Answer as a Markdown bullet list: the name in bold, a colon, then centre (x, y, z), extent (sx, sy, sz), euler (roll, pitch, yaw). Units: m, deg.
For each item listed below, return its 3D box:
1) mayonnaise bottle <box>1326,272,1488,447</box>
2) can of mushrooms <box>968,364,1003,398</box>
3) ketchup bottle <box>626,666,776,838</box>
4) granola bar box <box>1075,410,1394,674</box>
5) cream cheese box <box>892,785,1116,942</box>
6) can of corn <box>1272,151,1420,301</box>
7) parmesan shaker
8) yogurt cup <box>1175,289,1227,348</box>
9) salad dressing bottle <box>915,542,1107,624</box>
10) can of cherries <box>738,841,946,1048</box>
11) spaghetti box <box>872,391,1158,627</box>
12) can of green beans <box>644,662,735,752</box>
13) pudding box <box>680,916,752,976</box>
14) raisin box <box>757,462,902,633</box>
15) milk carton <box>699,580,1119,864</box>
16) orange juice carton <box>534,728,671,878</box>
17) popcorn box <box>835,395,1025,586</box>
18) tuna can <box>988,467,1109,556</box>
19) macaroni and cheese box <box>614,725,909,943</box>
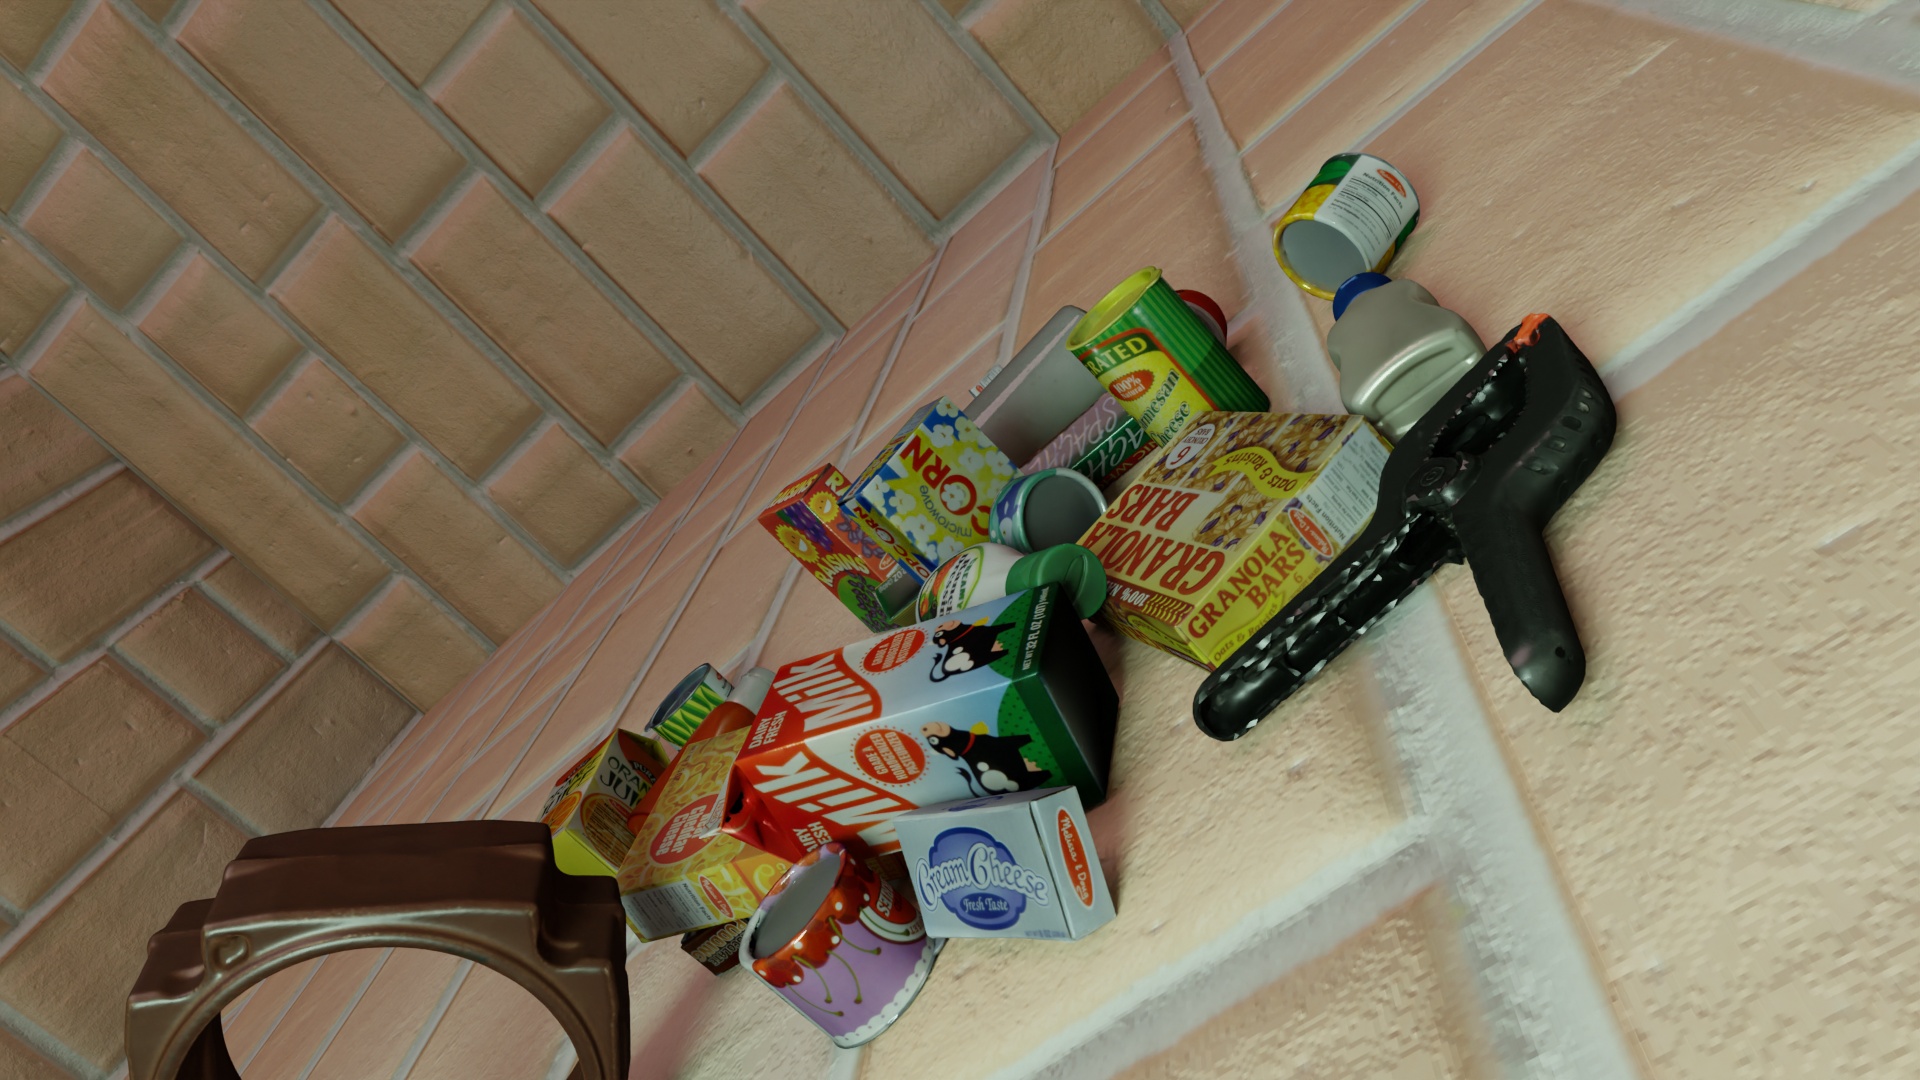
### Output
- **mayonnaise bottle**: centre (0.209, -0.095, 0.672), extent (0.064, 0.041, 0.149), euler (-37, 15, 20)
- **can of mushrooms**: centre (0.041, -0.103, 1.092), extent (0.033, 0.071, 0.071), euler (-44, 15, 4)
- **ketchup bottle**: centre (-0.179, 0.156, 1.009), extent (0.064, 0.043, 0.149), euler (-26, 24, 49)
- **granola bar box**: centre (0.120, -0.004, 0.659), extent (0.124, 0.039, 0.165), euler (-47, 15, -6)
- **cream cheese box**: centre (0.014, 0.129, 0.548), extent (0.024, 0.053, 0.103), euler (-14, -5, -35)
- **can of corn**: centre (0.224, -0.182, 0.815), extent (0.058, 0.071, 0.071), euler (-51, 16, -22)
- **parmesan shaker**: centre (0.120, -0.096, 0.784), extent (0.071, 0.103, 0.071), euler (-41, 15, 14)
- **yogurt cup**: centre (0.141, -0.129, 0.899), extent (0.072, 0.072, 0.054), euler (-36, 9, 30)
- **salad dressing bottle**: centre (0.024, 0.028, 0.698), extent (0.147, 0.044, 0.064), euler (-20, 47, 66)
- **can of cherries**: centre (-0.051, 0.171, 0.598), extent (0.071, 0.058, 0.072), euler (-41, 15, 14)
- **spaghetti box**: centre (0.051, -0.028, 0.880), extent (0.249, 0.050, 0.029), euler (-40, 59, 15)
- **can of green beans**: centre (-0.198, 0.138, 1.078), extent (0.071, 0.057, 0.071), euler (-41, 15, 14)
- **pudding box**: centre (-0.117, 0.194, 0.769), extent (0.049, 0.030, 0.084), euler (-36, 17, 27)
- **raisin box**: centre (-0.075, 0.007, 0.981), extent (0.040, 0.123, 0.086), euler (-52, 16, -25)
- **milk carton**: centre (-0.031, 0.091, 0.632), extent (0.190, 0.073, 0.073), euler (-18, 26, 22)
- **orange juice carton**: centre (-0.269, 0.209, 1.046), extent (0.071, 0.073, 0.193), euler (-41, 15, 13)
- **popcorn box**: centre (0.003, -0.010, 0.815), extent (0.085, 0.126, 0.038), euler (-51, 13, -25)
- **tuna can**: centre (0.051, -0.006, 0.796), extent (0.071, 0.071, 0.032), euler (-52, 17, -27)
- **macaroni and cheese box**: centre (-0.092, 0.141, 0.742), extent (0.166, 0.040, 0.124), euler (-19, 26, 23)
